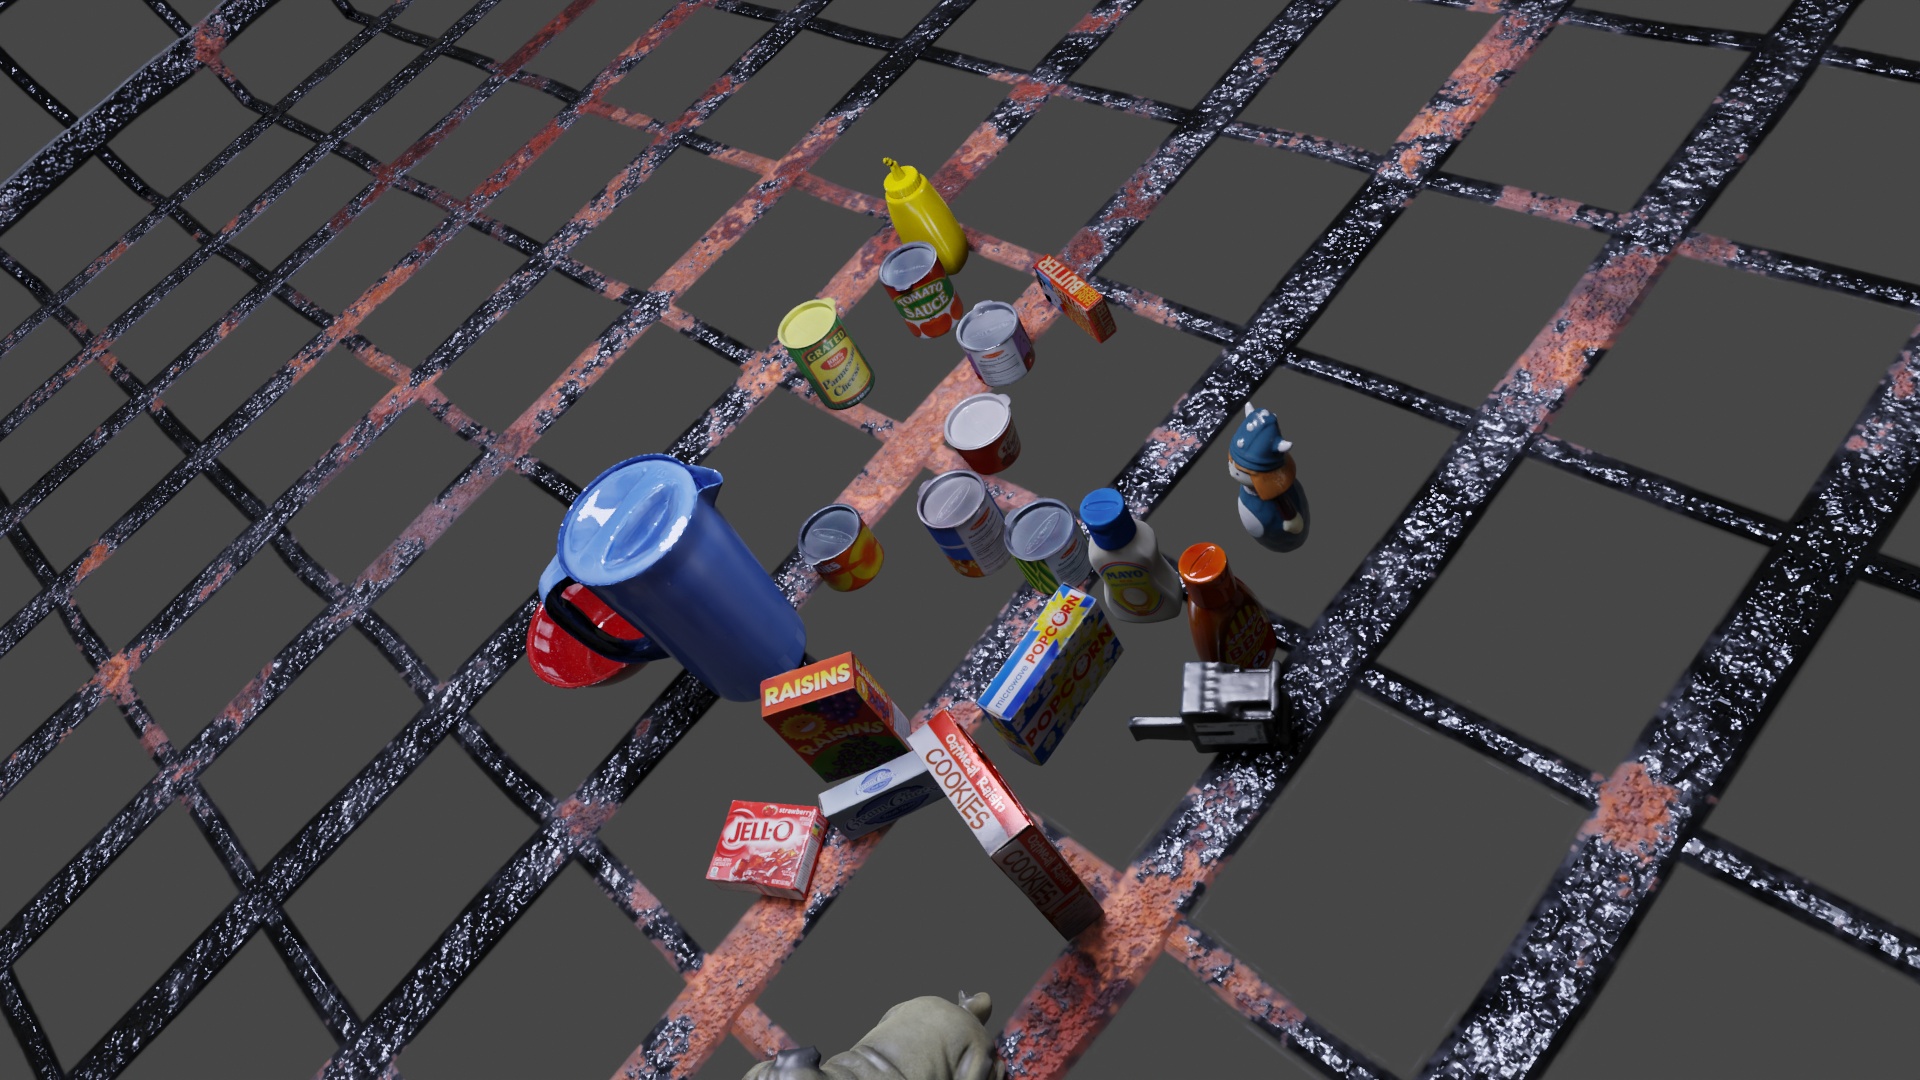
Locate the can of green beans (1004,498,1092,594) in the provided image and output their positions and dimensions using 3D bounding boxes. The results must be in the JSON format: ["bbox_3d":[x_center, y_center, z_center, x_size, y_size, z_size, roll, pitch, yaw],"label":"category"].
[{"bbox_3d":[0.079,0.006,1.234,0.071,0.057,0.071,-13,51,17],"label":"can of green beans"}]

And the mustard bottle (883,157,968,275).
[{"bbox_3d":[-0.044,-0.355,1.502,0.065,0.159,0.049,10,60,32],"label":"mustard bottle"}]

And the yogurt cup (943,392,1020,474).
[{"bbox_3d":[0.024,-0.101,1.345,0.072,0.053,0.073,-13,51,17],"label":"yogurt cup"}]

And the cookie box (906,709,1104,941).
[{"bbox_3d":[0.035,0.211,1.025,0.040,0.166,0.123,-38,48,-4],"label":"cookie box"}]

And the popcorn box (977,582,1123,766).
[{"bbox_3d":[0.075,0.111,1.137,0.038,0.085,0.127,24,68,37],"label":"popcorn box"}]

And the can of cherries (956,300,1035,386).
[{"bbox_3d":[0.037,-0.201,1.412,0.071,0.058,0.072,-13,51,17],"label":"can of cherries"}]

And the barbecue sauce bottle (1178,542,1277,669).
[{"bbox_3d":[0.203,0.057,1.073,0.044,0.148,0.065,32,73,39],"label":"barbecue sauce bottle"}]

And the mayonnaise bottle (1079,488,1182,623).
[{"bbox_3d":[0.136,0.014,1.139,0.065,0.147,0.041,-5,54,23],"label":"mayonnaise bottle"}]

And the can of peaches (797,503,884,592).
[{"bbox_3d":[-0.115,0.009,1.325,0.071,0.058,0.071,-13,51,17],"label":"can of peaches"}]

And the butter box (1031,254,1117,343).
[{"bbox_3d":[0.116,-0.246,1.412,0.024,0.053,0.104,-38,48,-4],"label":"butter box"}]

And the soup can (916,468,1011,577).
[{"bbox_3d":[0.005,-0.016,1.269,0.071,0.083,0.072,-13,51,17],"label":"soup can"}]

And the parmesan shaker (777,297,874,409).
[{"bbox_3d":[-0.137,-0.196,1.464,0.071,0.102,0.071,-13,51,17],"label":"parmesan shaker"}]

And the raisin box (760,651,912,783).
[{"bbox_3d":[-0.102,0.150,1.168,0.086,0.123,0.040,-19,49,13],"label":"raisin box"}]

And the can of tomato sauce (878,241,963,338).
[{"bbox_3d":[-0.041,-0.265,1.483,0.071,0.082,0.071,-13,51,17],"label":"can of tomato sauce"}]

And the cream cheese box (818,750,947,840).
[{"bbox_3d":[-0.060,0.209,1.148,0.104,0.053,0.024,-26,48,6],"label":"cream cheese box"}]
